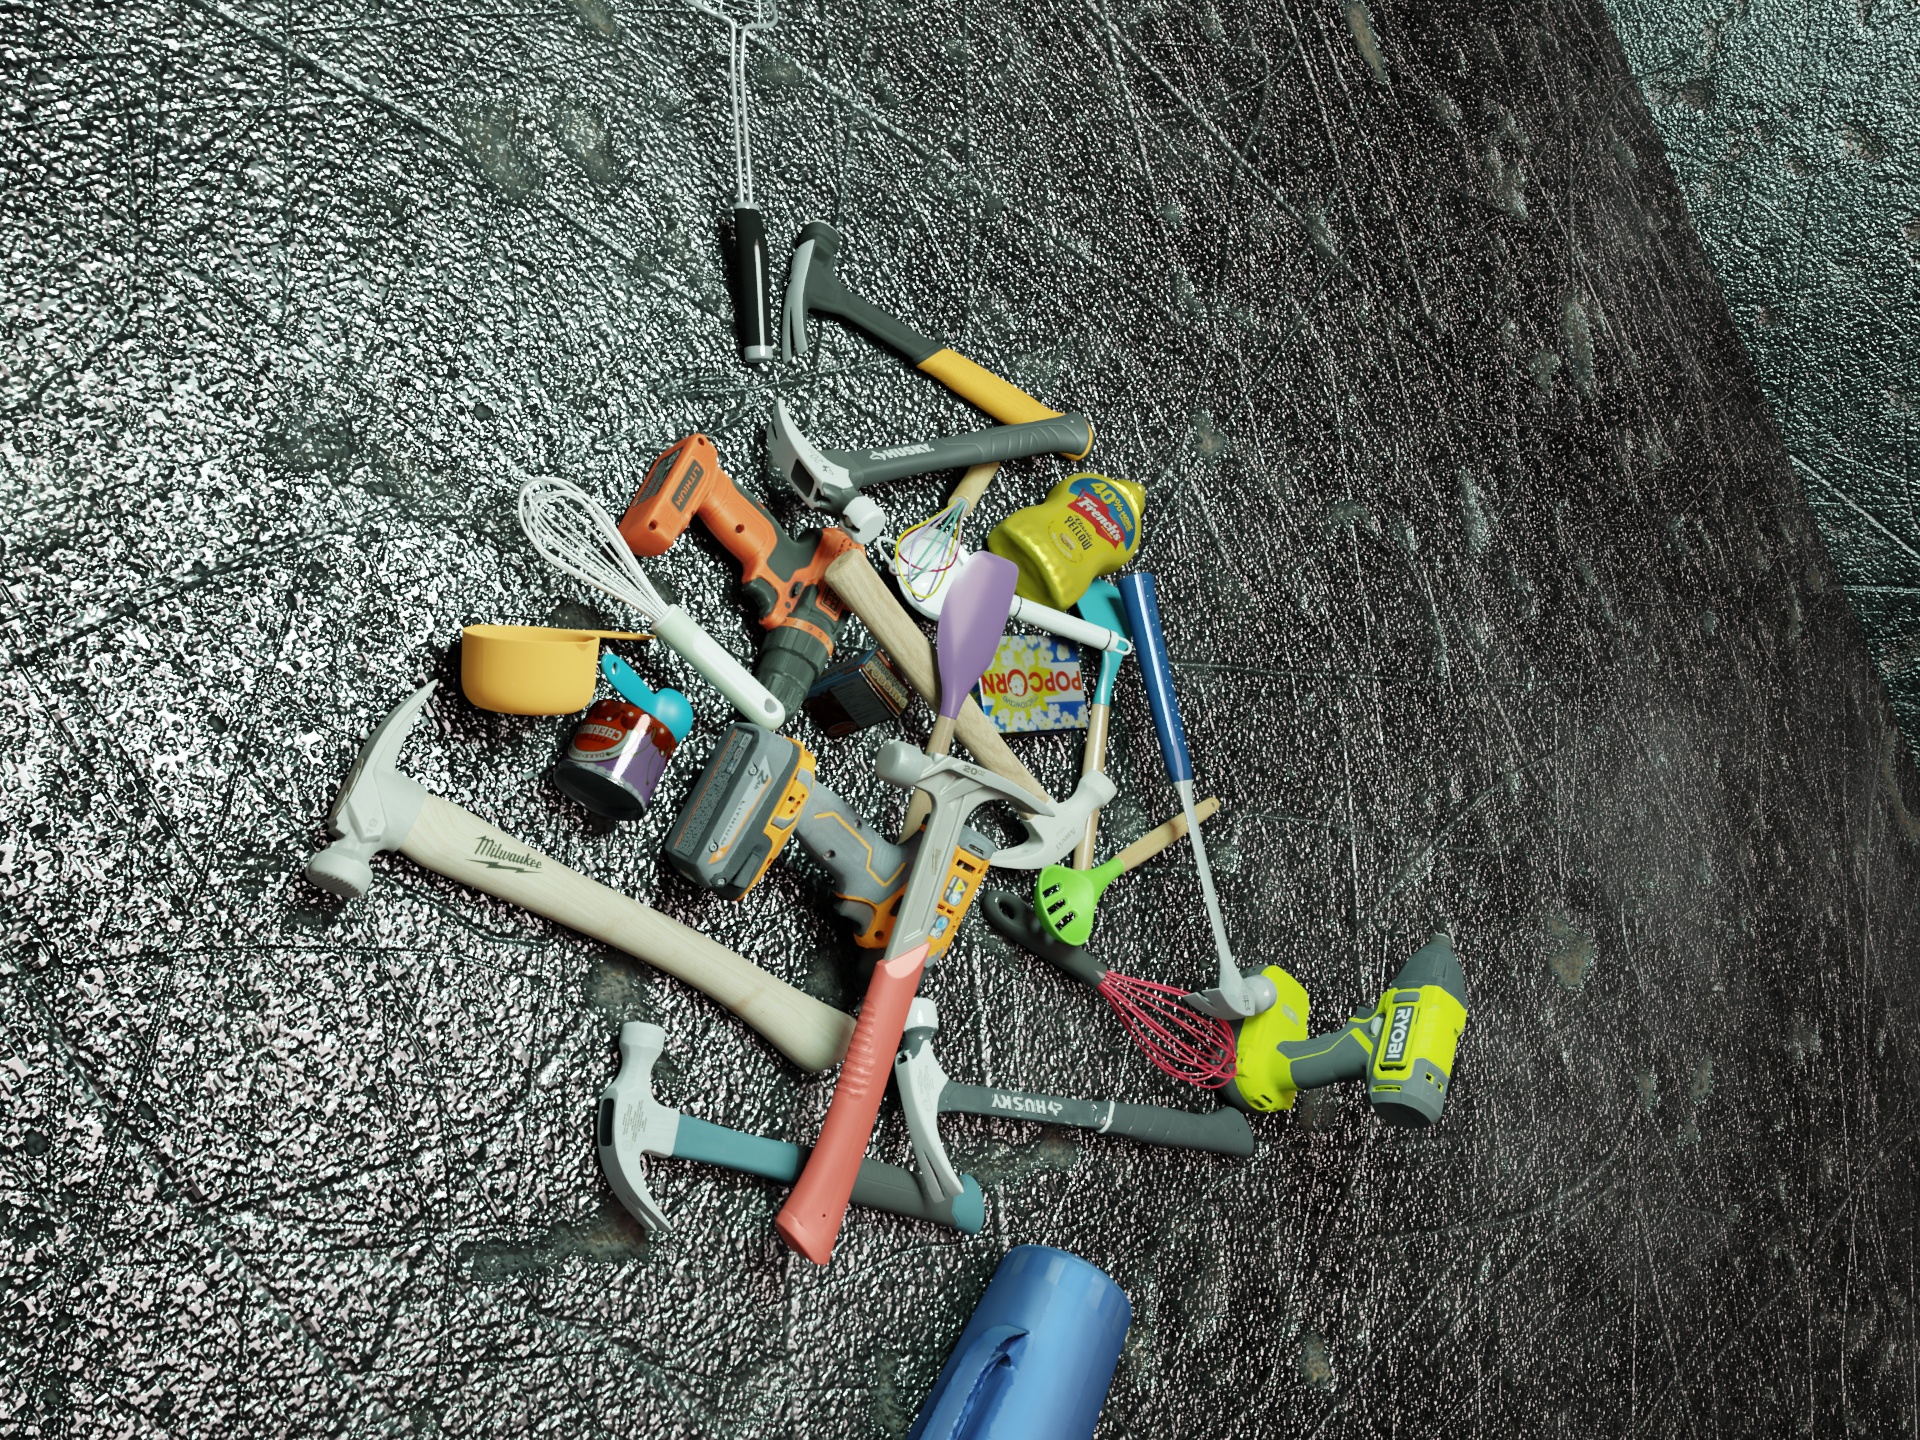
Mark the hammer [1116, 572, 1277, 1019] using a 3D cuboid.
[{"bbox_3d":[0.199,0.065,1.414,0.144,0.035,0.406,6,69,-60],"label":"hammer"}]

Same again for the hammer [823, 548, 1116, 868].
[{"bbox_3d":[-0.002,-0.004,1.273,0.130,0.031,0.331,-47,120,-15],"label":"hammer"}]

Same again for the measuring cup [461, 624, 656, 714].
[{"bbox_3d":[-0.265,-0.035,1.085,0.173,0.095,0.052,-7,104,-63],"label":"measuring cup"}]

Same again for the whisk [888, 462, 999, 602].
[{"bbox_3d":[-0.008,-0.172,1.317,0.047,0.051,0.245,32,36,-3],"label":"whisk"}]

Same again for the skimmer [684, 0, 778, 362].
[{"bbox_3d":[-0.194,-0.467,1.282,0.127,0.090,0.363,-6,93,-44],"label":"skimmer"}]

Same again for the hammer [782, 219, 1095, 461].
[{"bbox_3d":[-0.010,-0.303,1.393,0.336,0.034,0.127,23,64,-35],"label":"hammer"}]

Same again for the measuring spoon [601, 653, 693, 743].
[{"bbox_3d":[-0.213,-0.017,1.101,0.128,0.021,0.042,58,38,-66],"label":"measuring spoon"}]

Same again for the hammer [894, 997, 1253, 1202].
[{"bbox_3d":[0.108,0.330,1.313,0.408,0.036,0.149,19,52,-39],"label":"hammer"}]

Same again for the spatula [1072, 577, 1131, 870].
[{"bbox_3d":[0.116,0.014,1.428,0.082,0.044,0.318,20,71,-38],"label":"spatula"}]

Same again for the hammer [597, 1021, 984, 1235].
[{"bbox_3d":[-0.111,0.319,1.141,0.330,0.033,0.128,25,62,-34],"label":"hammer"}]

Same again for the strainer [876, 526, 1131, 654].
[{"bbox_3d":[0.035,-0.098,1.345,0.258,0.050,0.087,18,60,-22],"label":"strainer"}]

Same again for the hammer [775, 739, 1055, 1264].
[{"bbox_3d":[-0.044,0.203,1.124,0.149,0.037,0.359,24,79,-34],"label":"hammer"}]

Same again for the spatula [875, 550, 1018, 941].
[{"bbox_3d":[-0.020,0.022,1.237,0.059,0.018,0.316,17,89,-31],"label":"spatula"}]

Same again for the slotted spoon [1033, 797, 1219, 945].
[{"bbox_3d":[0.152,0.122,1.405,0.314,0.031,0.070,-25,87,-50],"label":"slotted spoon"}]

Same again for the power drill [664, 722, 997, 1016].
[{"bbox_3d":[-0.095,0.115,1.158,0.226,0.084,0.164,31,81,-29],"label":"power drill"}]

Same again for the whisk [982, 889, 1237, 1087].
[{"bbox_3d":[0.132,0.229,1.364,0.295,0.073,0.073,37,57,-20],"label":"whisk"}]

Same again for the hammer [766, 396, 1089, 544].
[{"bbox_3d":[-0.011,-0.226,1.323,0.334,0.035,0.146,-19,56,-43],"label":"hammer"}]

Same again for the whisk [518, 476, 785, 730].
[{"bbox_3d":[-0.214,-0.079,1.117,0.246,0.059,0.058,45,46,-18],"label":"whisk"}]

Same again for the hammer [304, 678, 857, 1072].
[{"bbox_3d":[-0.229,0.130,1.089,0.410,0.038,0.146,34,57,-30],"label":"hammer"}]

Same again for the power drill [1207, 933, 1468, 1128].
[{"bbox_3d":[0.340,0.274,1.415,0.080,0.223,0.171,41,55,-26],"label":"power drill"}]
